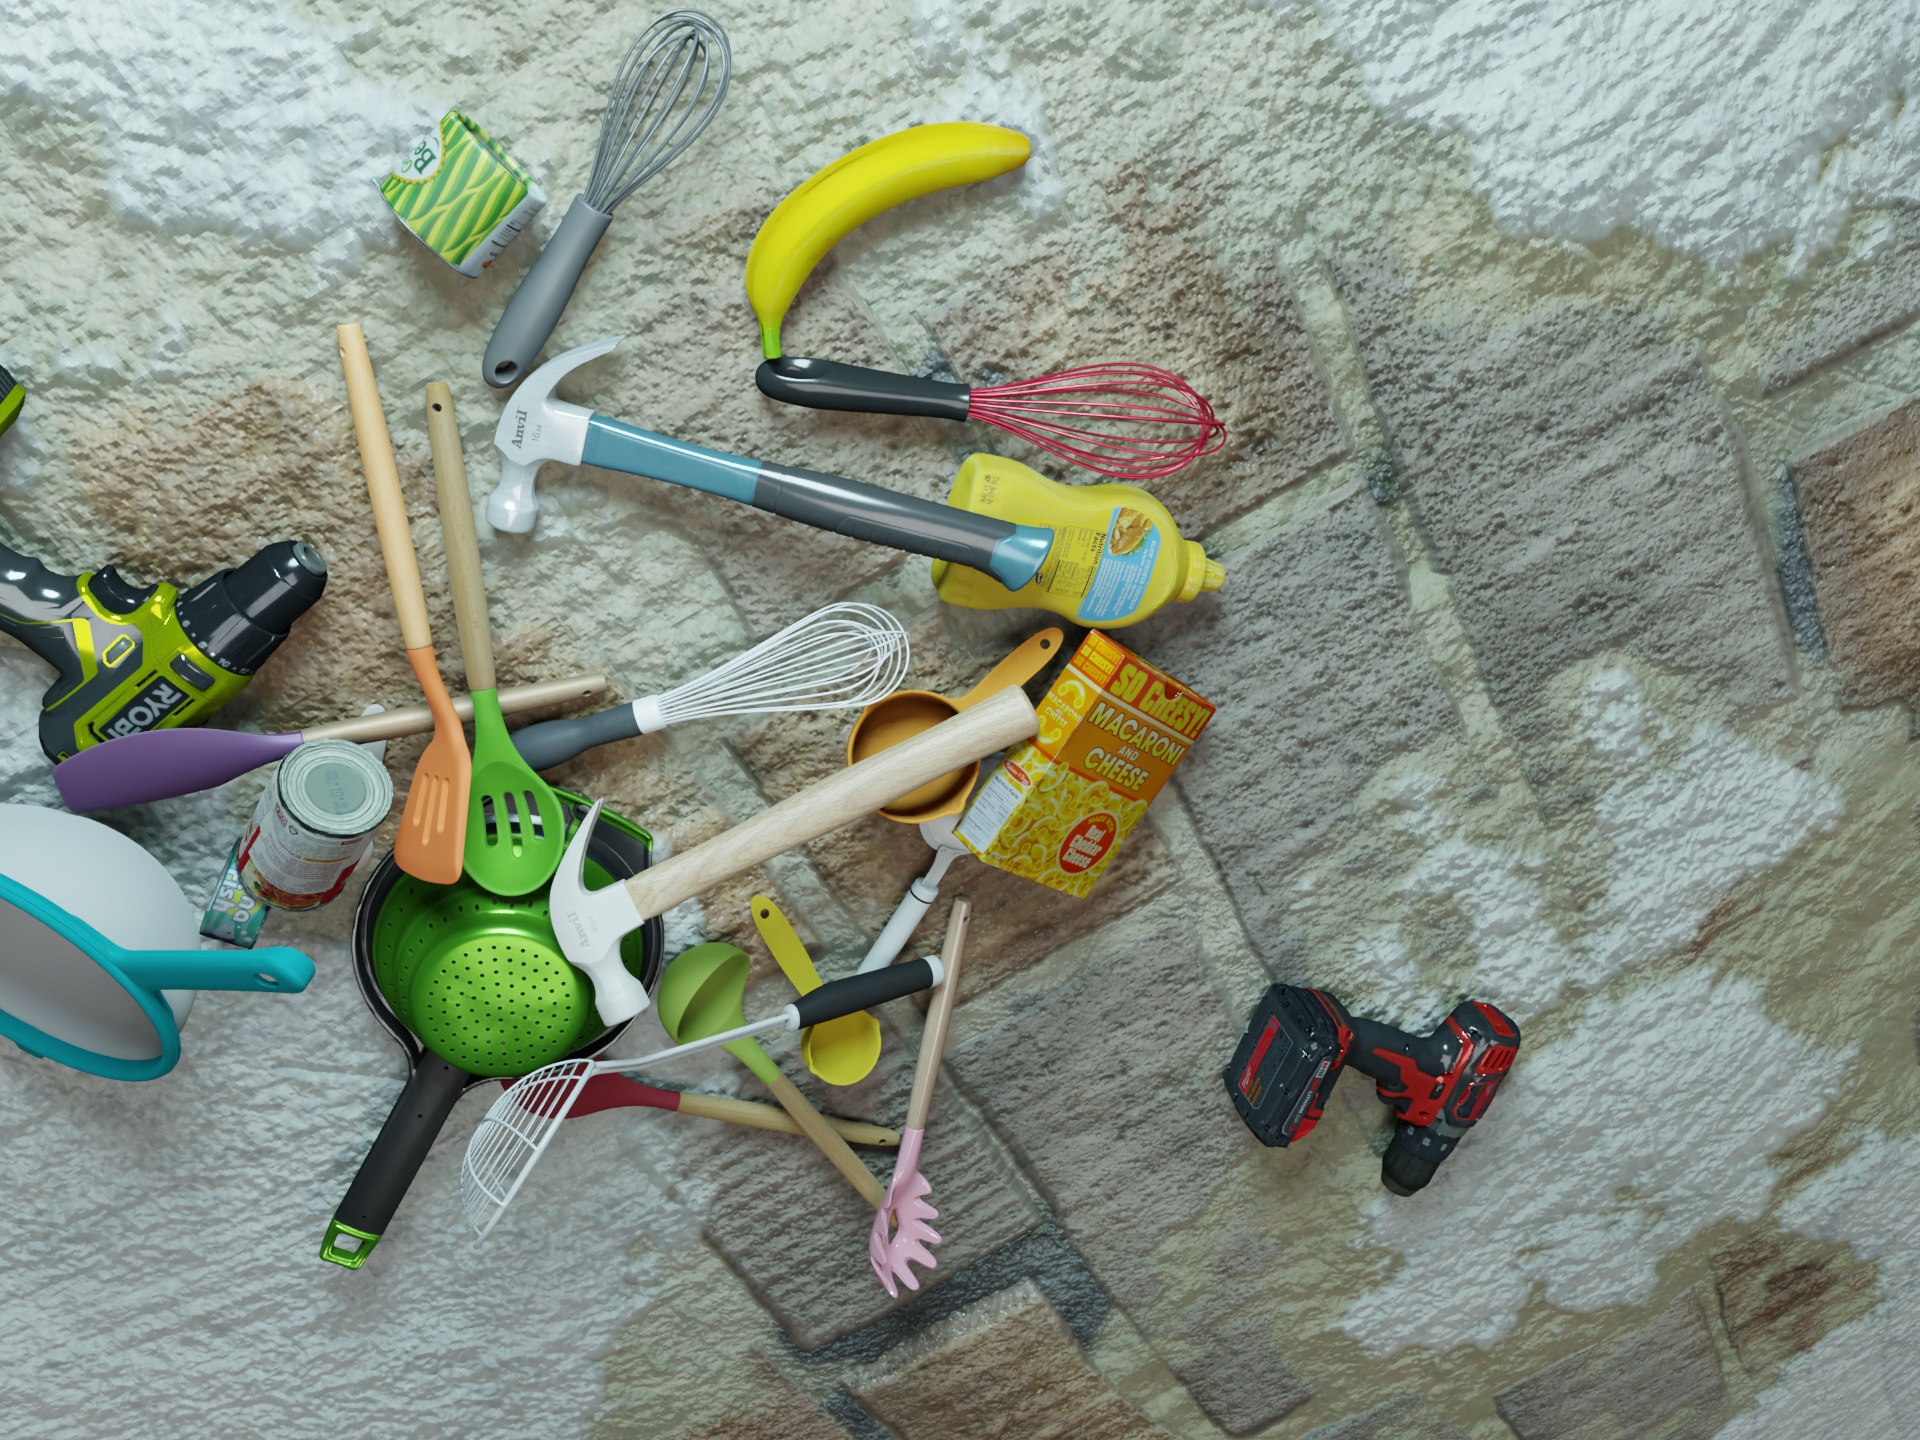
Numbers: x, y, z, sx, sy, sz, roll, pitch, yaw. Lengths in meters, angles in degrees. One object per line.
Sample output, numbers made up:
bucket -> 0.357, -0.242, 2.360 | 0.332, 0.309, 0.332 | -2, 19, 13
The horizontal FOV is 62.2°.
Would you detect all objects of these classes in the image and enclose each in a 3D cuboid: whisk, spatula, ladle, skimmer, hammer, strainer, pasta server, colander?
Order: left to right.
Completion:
strainer -> -0.481, 0.114, 0.924 | 0.340, 0.095, 0.210 | -3, 131, 27
spatula -> -0.371, 0.006, 0.963 | 0.316, 0.018, 0.059 | -12, 141, -22
spatula -> -0.327, -0.064, 0.923 | 0.041, 0.081, 0.322 | -21, 110, -42
colander -> -0.339, 0.233, 1.061 | 0.204, 0.095, 0.397 | 27, 103, -18
whisk -> -0.200, -0.281, 0.877 | 0.055, 0.055, 0.239 | 28, 112, -26
whisk -> -0.168, -0.014, 1.020 | 0.284, 0.070, 0.070 | -17, 120, 0
ladle -> -0.189, 0.290, 1.193 | 0.315, 0.031, 0.069 | 16, 111, -23
skimmer -> -0.157, 0.243, 1.060 | 0.363, 0.090, 0.127 | -13, 157, -31
hammer -> -0.108, -0.136, 0.945 | 0.331, 0.033, 0.128 | 14, 114, -7
hammer -> -0.103, 0.061, 1.010 | 0.331, 0.031, 0.130 | -26, 94, -8
ladle -> -0.118, 0.283, 1.176 | 0.078, 0.062, 0.319 | -48, 121, -25
pasta server -> -0.024, 0.283, 1.195 | 0.060, 0.040, 0.316 | -2, 109, -46
strainer -> -0.020, 0.117, 1.137 | 0.086, 0.050, 0.258 | 16, 116, -36
whisk -> 0.022, -0.192, 0.974 | 0.295, 0.073, 0.073 | 5, 116, -11

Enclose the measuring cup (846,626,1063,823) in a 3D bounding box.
measuring cup -> -0.002, -0.003, 1.067 | 0.173, 0.052, 0.095 | -41, 95, -8

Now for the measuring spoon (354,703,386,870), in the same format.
measuring spoon -> -0.385, 0.046, 1.016 | 0.034, 0.018, 0.124 | 12, 113, -20

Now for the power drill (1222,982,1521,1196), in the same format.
power drill -> 0.334, 0.309, 1.310 | 0.226, 0.080, 0.187 | 11, 115, -23

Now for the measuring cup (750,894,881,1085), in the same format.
measuring cup -> -0.113, 0.192, 1.149 | 0.062, 0.029, 0.156 | -33, 100, -24

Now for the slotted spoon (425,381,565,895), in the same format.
slotted spoon -> -0.289, -0.045, 0.958 | 0.070, 0.031, 0.313 | -5, 107, -2

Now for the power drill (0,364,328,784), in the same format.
power drill -> -0.494, -0.088, 0.885 | 0.190, 0.080, 0.228 | -37, 123, 8
